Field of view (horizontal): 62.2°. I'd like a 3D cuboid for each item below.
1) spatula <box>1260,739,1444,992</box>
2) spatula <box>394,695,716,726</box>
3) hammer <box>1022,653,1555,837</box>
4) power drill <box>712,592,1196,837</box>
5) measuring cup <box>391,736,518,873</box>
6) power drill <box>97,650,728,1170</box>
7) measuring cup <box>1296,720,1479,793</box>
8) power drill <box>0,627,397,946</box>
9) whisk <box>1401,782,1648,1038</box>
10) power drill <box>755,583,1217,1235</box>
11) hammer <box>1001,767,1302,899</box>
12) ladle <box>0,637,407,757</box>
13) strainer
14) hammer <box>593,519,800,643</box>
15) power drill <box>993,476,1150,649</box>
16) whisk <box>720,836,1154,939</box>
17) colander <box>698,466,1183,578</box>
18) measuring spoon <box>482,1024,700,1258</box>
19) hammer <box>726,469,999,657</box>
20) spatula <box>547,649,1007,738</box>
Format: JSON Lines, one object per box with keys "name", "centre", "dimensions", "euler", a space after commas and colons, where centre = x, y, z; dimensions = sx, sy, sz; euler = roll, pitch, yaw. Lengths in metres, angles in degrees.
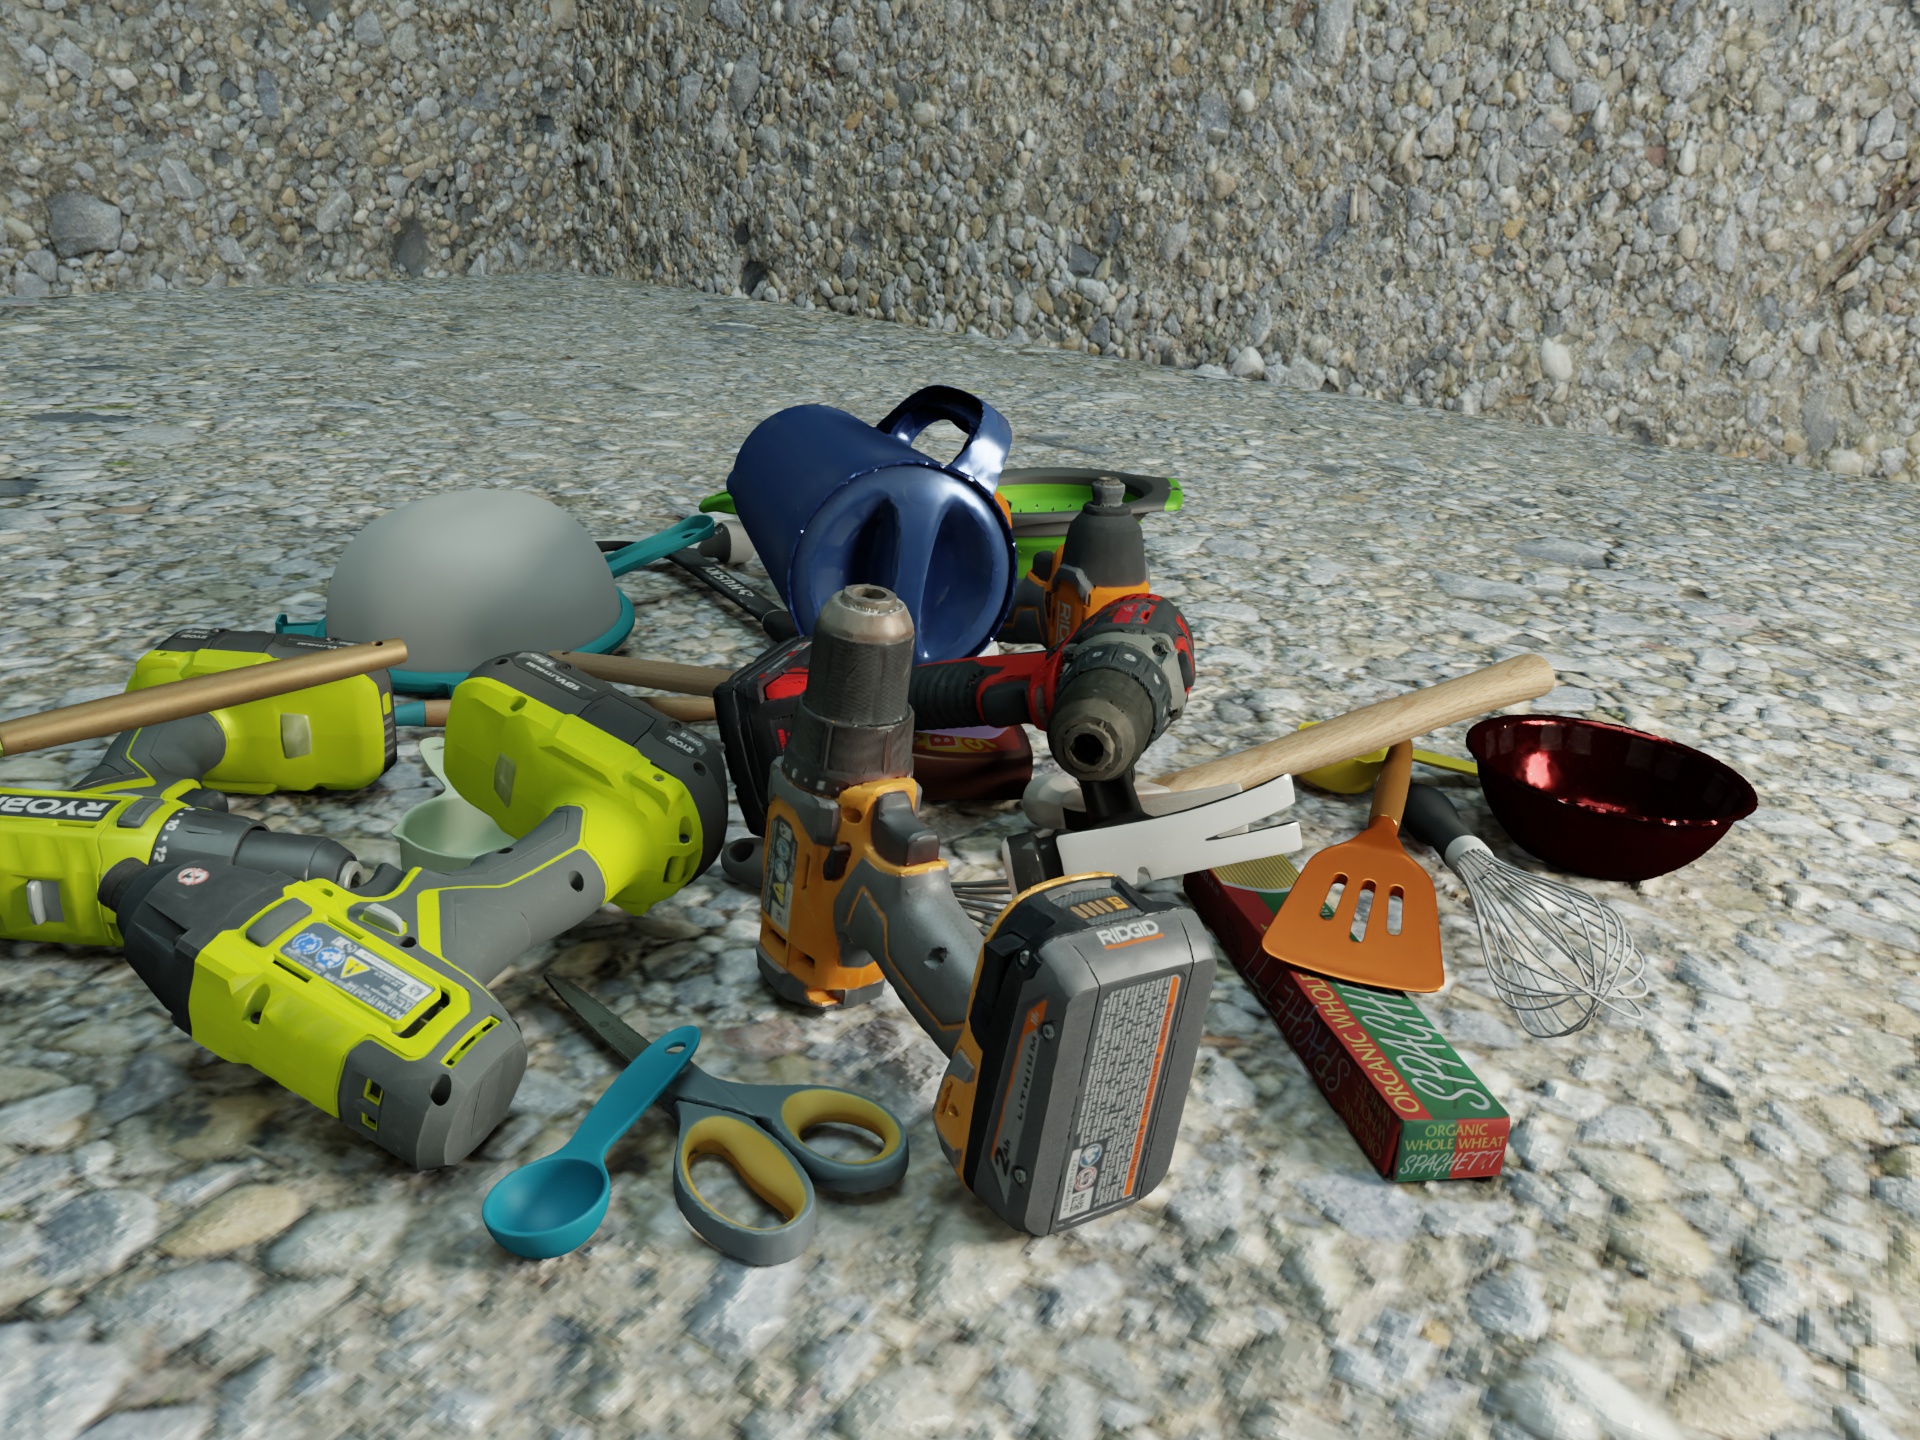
{"name": "spatula", "centre": [0.222, 0.059, 0.839], "dimensions": [0.081, 0.041, 0.322], "euler": [11, 16, 16]}
{"name": "spatula", "centre": [-0.292, -0.015, 0.946], "dimensions": [0.317, 0.044, 0.082], "euler": [-1, -17, -24]}
{"name": "hammer", "centre": [0.207, 0.013, 0.899], "dimensions": [0.331, 0.031, 0.130], "euler": [-16, 13, -24]}
{"name": "power drill", "centre": [-0.001, -0.002, 0.771], "dimensions": [0.227, 0.080, 0.188], "euler": [-9, 14, 16]}
{"name": "measuring cup", "centre": [-0.249, 0.050, 0.797], "dimensions": [0.083, 0.038, 0.168], "euler": [-6, 21, -27]}
{"name": "power drill", "centre": [-0.210, 0.061, 0.648], "dimensions": [0.171, 0.080, 0.223], "euler": [27, 34, 10]}
{"name": "measuring cup", "centre": [0.279, 0.033, 1.010], "dimensions": [0.156, 0.029, 0.062], "euler": [10, 20, -22]}
{"name": "power drill", "centre": [-0.355, 0.034, 0.760], "dimensions": [0.190, 0.080, 0.229], "euler": [4, 23, -1]}
{"name": "whisk", "centre": [0.273, 0.083, 0.822], "dimensions": [0.070, 0.070, 0.285], "euler": [4, 16, -3]}
{"name": "power drill", "centre": [-0.005, 0.063, 0.621], "dimensions": [0.084, 0.185, 0.226], "euler": [-7, 27, -35]}
{"name": "hammer", "centre": [0.081, 0.018, 0.828], "dimensions": [0.127, 0.034, 0.337], "euler": [-13, 12, 3]}
{"name": "ladle", "centre": [-0.394, -0.008, 0.696], "dimensions": [0.320, 0.062, 0.078], "euler": [-19, 38, -42]}
{"name": "strainer", "centre": [-0.293, -0.125, 1.117], "dimensions": [0.211, 0.095, 0.340], "euler": [17, 31, 30]}
{"name": "hammer", "centre": [-0.144, -0.079, 1.172], "dimensions": [0.149, 0.036, 0.409], "euler": [-9, 25, -31]}
{"name": "power drill", "centre": [0.045, -0.102, 1.101], "dimensions": [0.084, 0.164, 0.227], "euler": [-10, 24, -33]}
{"name": "whisk", "centre": [-0.012, 0.087, 0.755], "dimensions": [0.239, 0.055, 0.055], "euler": [9, 20, 24]}
{"name": "colander", "centre": [-0.017, -0.145, 1.311], "dimensions": [0.397, 0.094, 0.205], "euler": [1, 19, 7]}
{"name": "measuring spoon", "centre": [-0.124, 0.151, 0.571], "dimensions": [0.042, 0.021, 0.129], "euler": [1, 21, 19]}
{"name": "hammer", "centre": [-0.096, -0.096, 1.106], "dimensions": [0.144, 0.035, 0.406], "euler": [-16, 33, -12]}
{"name": "spatula", "centre": [-0.114, -0.019, 0.940], "dimensions": [0.316, 0.018, 0.060], "euler": [8, 26, 23]}
